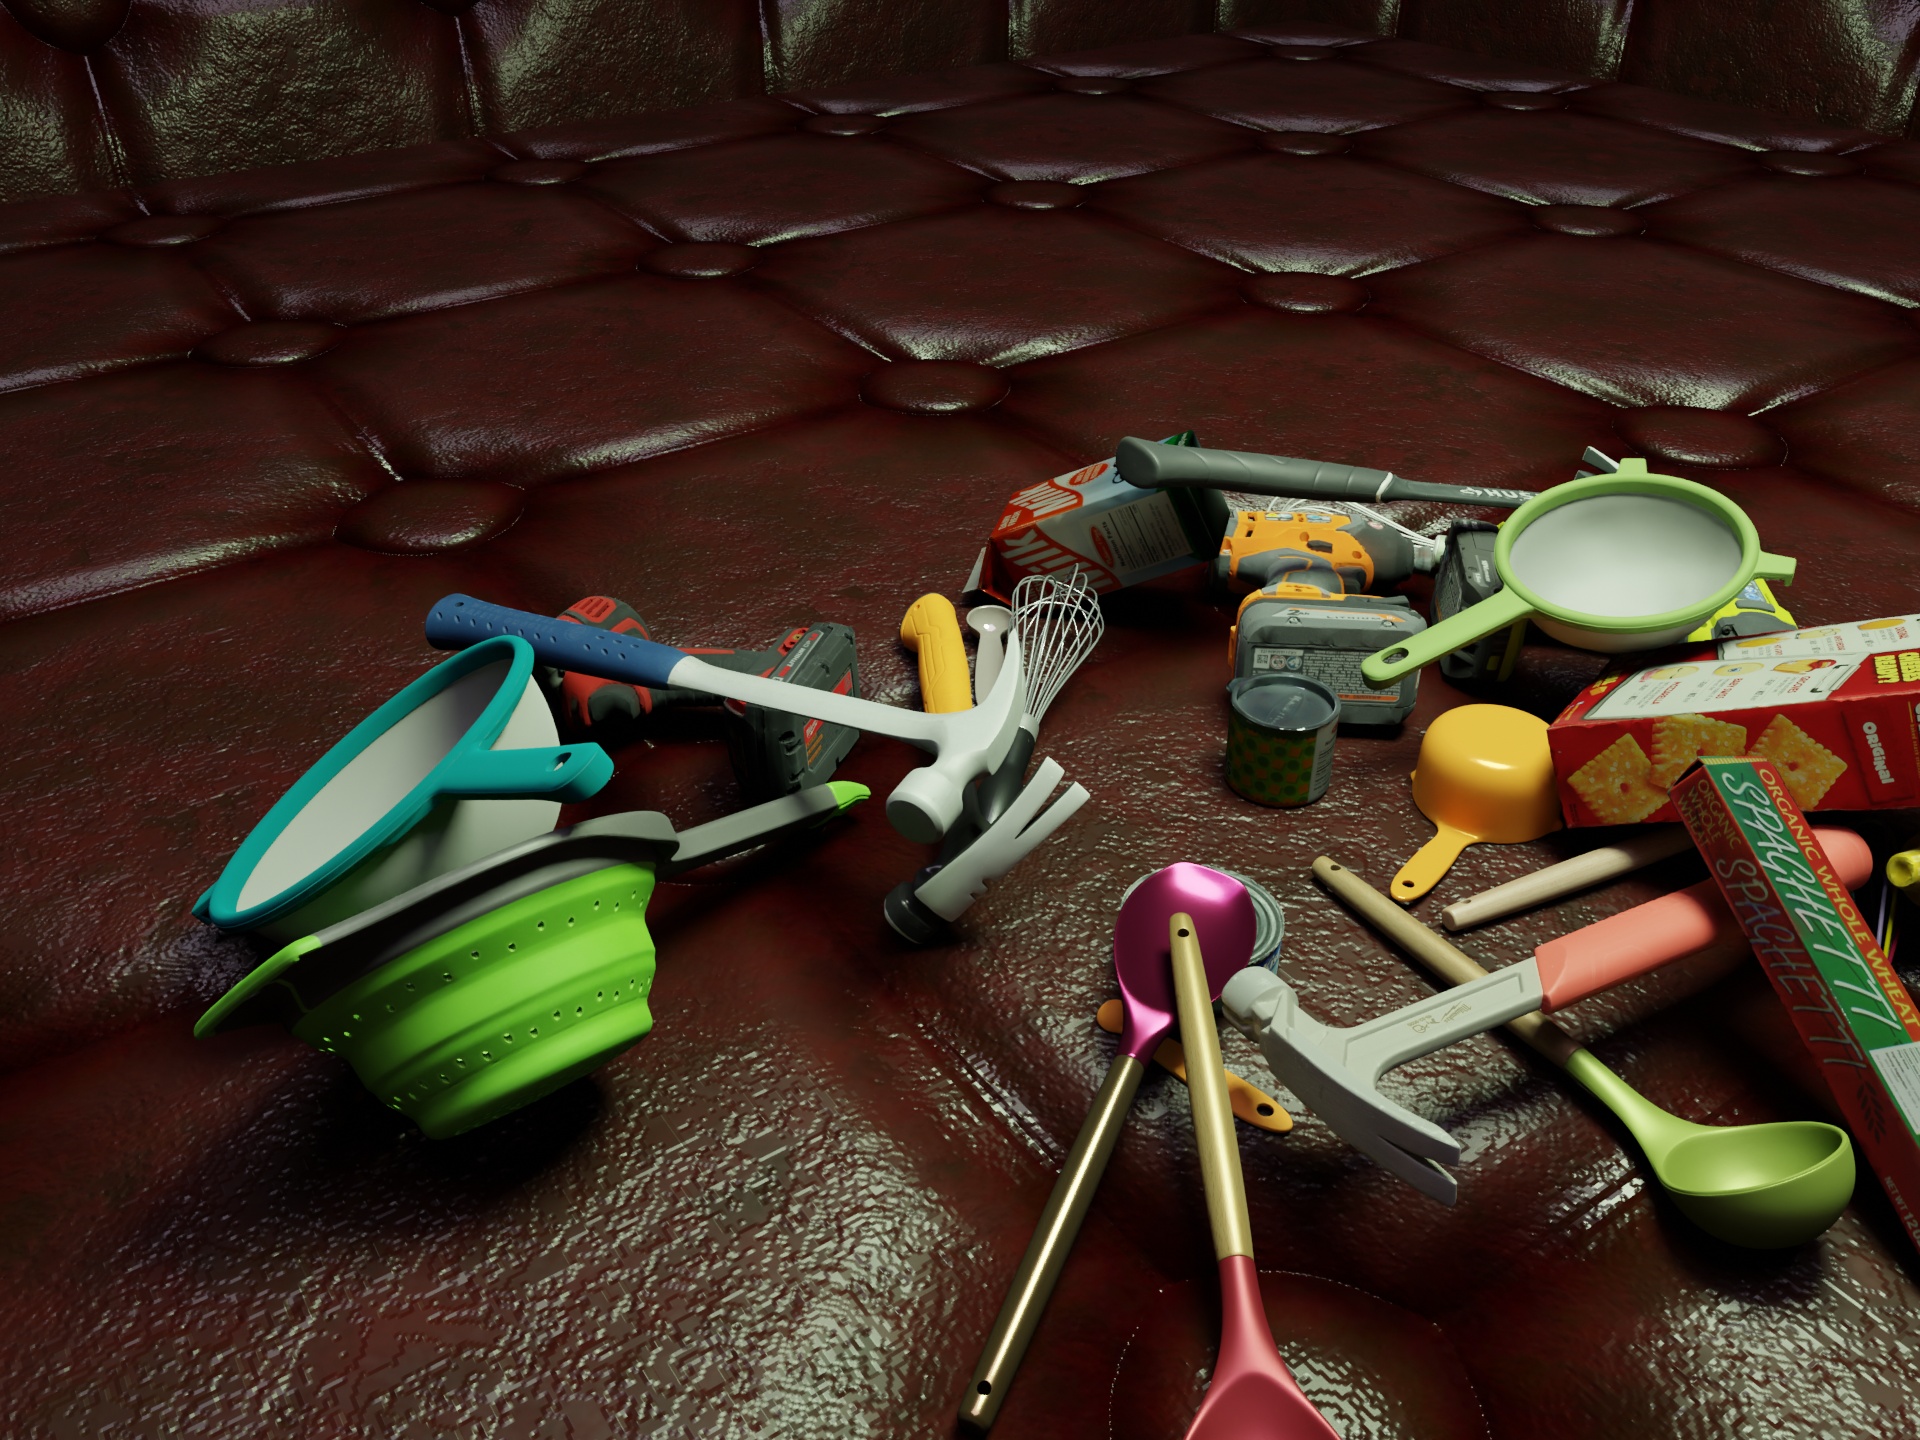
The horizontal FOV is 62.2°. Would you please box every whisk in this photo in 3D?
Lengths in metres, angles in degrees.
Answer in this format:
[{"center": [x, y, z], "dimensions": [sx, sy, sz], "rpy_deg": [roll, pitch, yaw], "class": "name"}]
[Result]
[{"center": [0.044, -0.013, 1.020], "dimensions": [0.070, 0.070, 0.285], "rpy_deg": [7, 38, 10], "class": "whisk"}, {"center": [0.354, -0.132, 1.212], "dimensions": [0.246, 0.059, 0.058], "rpy_deg": [13, 8, 13], "class": "whisk"}, {"center": [0.463, 0.132, 0.817], "dimensions": [0.047, 0.051, 0.245], "rpy_deg": [-7, 31, 29], "class": "whisk"}]

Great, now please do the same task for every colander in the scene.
[{"center": [-0.162, 0.112, 0.794], "dimensions": [0.397, 0.204, 0.094], "rpy_deg": [-17, 77, -53], "class": "colander"}]

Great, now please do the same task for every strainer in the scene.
[{"center": [0.365, -0.062, 0.986], "dimensions": [0.256, 0.069, 0.152], "rpy_deg": [-25, 41, -6], "class": "strainer"}, {"center": [-0.243, 0.054, 0.800], "dimensions": [0.340, 0.095, 0.211], "rpy_deg": [-4, 41, 49], "class": "strainer"}]

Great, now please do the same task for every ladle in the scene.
[{"center": [0.283, 0.142, 0.782], "dimensions": [0.078, 0.062, 0.320], "rpy_deg": [-18, 34, -24], "class": "ladle"}, {"center": [0.111, 0.204, 0.670], "dimensions": [0.069, 0.031, 0.316], "rpy_deg": [-3, 42, 2], "class": "ladle"}]

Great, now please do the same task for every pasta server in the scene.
[{"center": [0.408, 0.062, 0.919], "dimensions": [0.316, 0.040, 0.060], "rpy_deg": [-15, 10, -19], "class": "pasta server"}]

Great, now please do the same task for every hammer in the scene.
[{"center": [0.304, -0.160, 1.082], "dimensions": [0.409, 0.036, 0.149], "rpy_deg": [4, 32, -12], "class": "hammer"}, {"center": [-0.149, -0.028, 0.921], "dimensions": [0.406, 0.035, 0.144], "rpy_deg": [13, 44, 29], "class": "hammer"}, {"center": [0.311, 0.117, 0.755], "dimensions": [0.359, 0.036, 0.149], "rpy_deg": [-14, 26, -23], "class": "hammer"}, {"center": [-0.002, -0.003, 0.980], "dimensions": [0.127, 0.034, 0.337], "rpy_deg": [-42, 24, 16], "class": "hammer"}]

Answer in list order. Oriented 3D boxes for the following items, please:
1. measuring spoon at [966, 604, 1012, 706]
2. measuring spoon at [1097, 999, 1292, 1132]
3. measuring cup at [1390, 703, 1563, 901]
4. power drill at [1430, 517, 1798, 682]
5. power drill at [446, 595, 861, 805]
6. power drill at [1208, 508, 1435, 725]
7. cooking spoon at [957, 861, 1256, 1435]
[{"center": [0.020, -0.038, 1.100], "dimensions": [0.034, 0.018, 0.124], "rpy_deg": [1, 40, 1], "class": "measuring spoon"}, {"center": [0.114, 0.167, 0.781], "dimensions": [0.117, 0.011, 0.021], "rpy_deg": [28, 43, 36], "class": "measuring spoon"}, {"center": [0.295, 0.045, 0.930], "dimensions": [0.095, 0.052, 0.173], "rpy_deg": [22, 37, 31], "class": "measuring cup"}, {"center": [0.447, -0.069, 1.088], "dimensions": [0.223, 0.080, 0.171], "rpy_deg": [7, 34, 6], "class": "power drill"}, {"center": [-0.193, -0.005, 0.993], "dimensions": [0.227, 0.080, 0.188], "rpy_deg": [9, 34, 18], "class": "power drill"}, {"center": [0.259, -0.082, 1.105], "dimensions": [0.164, 0.084, 0.227], "rpy_deg": [2, 29, 4], "class": "power drill"}, {"center": [0.068, 0.177, 0.724], "dimensions": [0.069, 0.017, 0.319], "rpy_deg": [19, 45, 15], "class": "cooking spoon"}]
